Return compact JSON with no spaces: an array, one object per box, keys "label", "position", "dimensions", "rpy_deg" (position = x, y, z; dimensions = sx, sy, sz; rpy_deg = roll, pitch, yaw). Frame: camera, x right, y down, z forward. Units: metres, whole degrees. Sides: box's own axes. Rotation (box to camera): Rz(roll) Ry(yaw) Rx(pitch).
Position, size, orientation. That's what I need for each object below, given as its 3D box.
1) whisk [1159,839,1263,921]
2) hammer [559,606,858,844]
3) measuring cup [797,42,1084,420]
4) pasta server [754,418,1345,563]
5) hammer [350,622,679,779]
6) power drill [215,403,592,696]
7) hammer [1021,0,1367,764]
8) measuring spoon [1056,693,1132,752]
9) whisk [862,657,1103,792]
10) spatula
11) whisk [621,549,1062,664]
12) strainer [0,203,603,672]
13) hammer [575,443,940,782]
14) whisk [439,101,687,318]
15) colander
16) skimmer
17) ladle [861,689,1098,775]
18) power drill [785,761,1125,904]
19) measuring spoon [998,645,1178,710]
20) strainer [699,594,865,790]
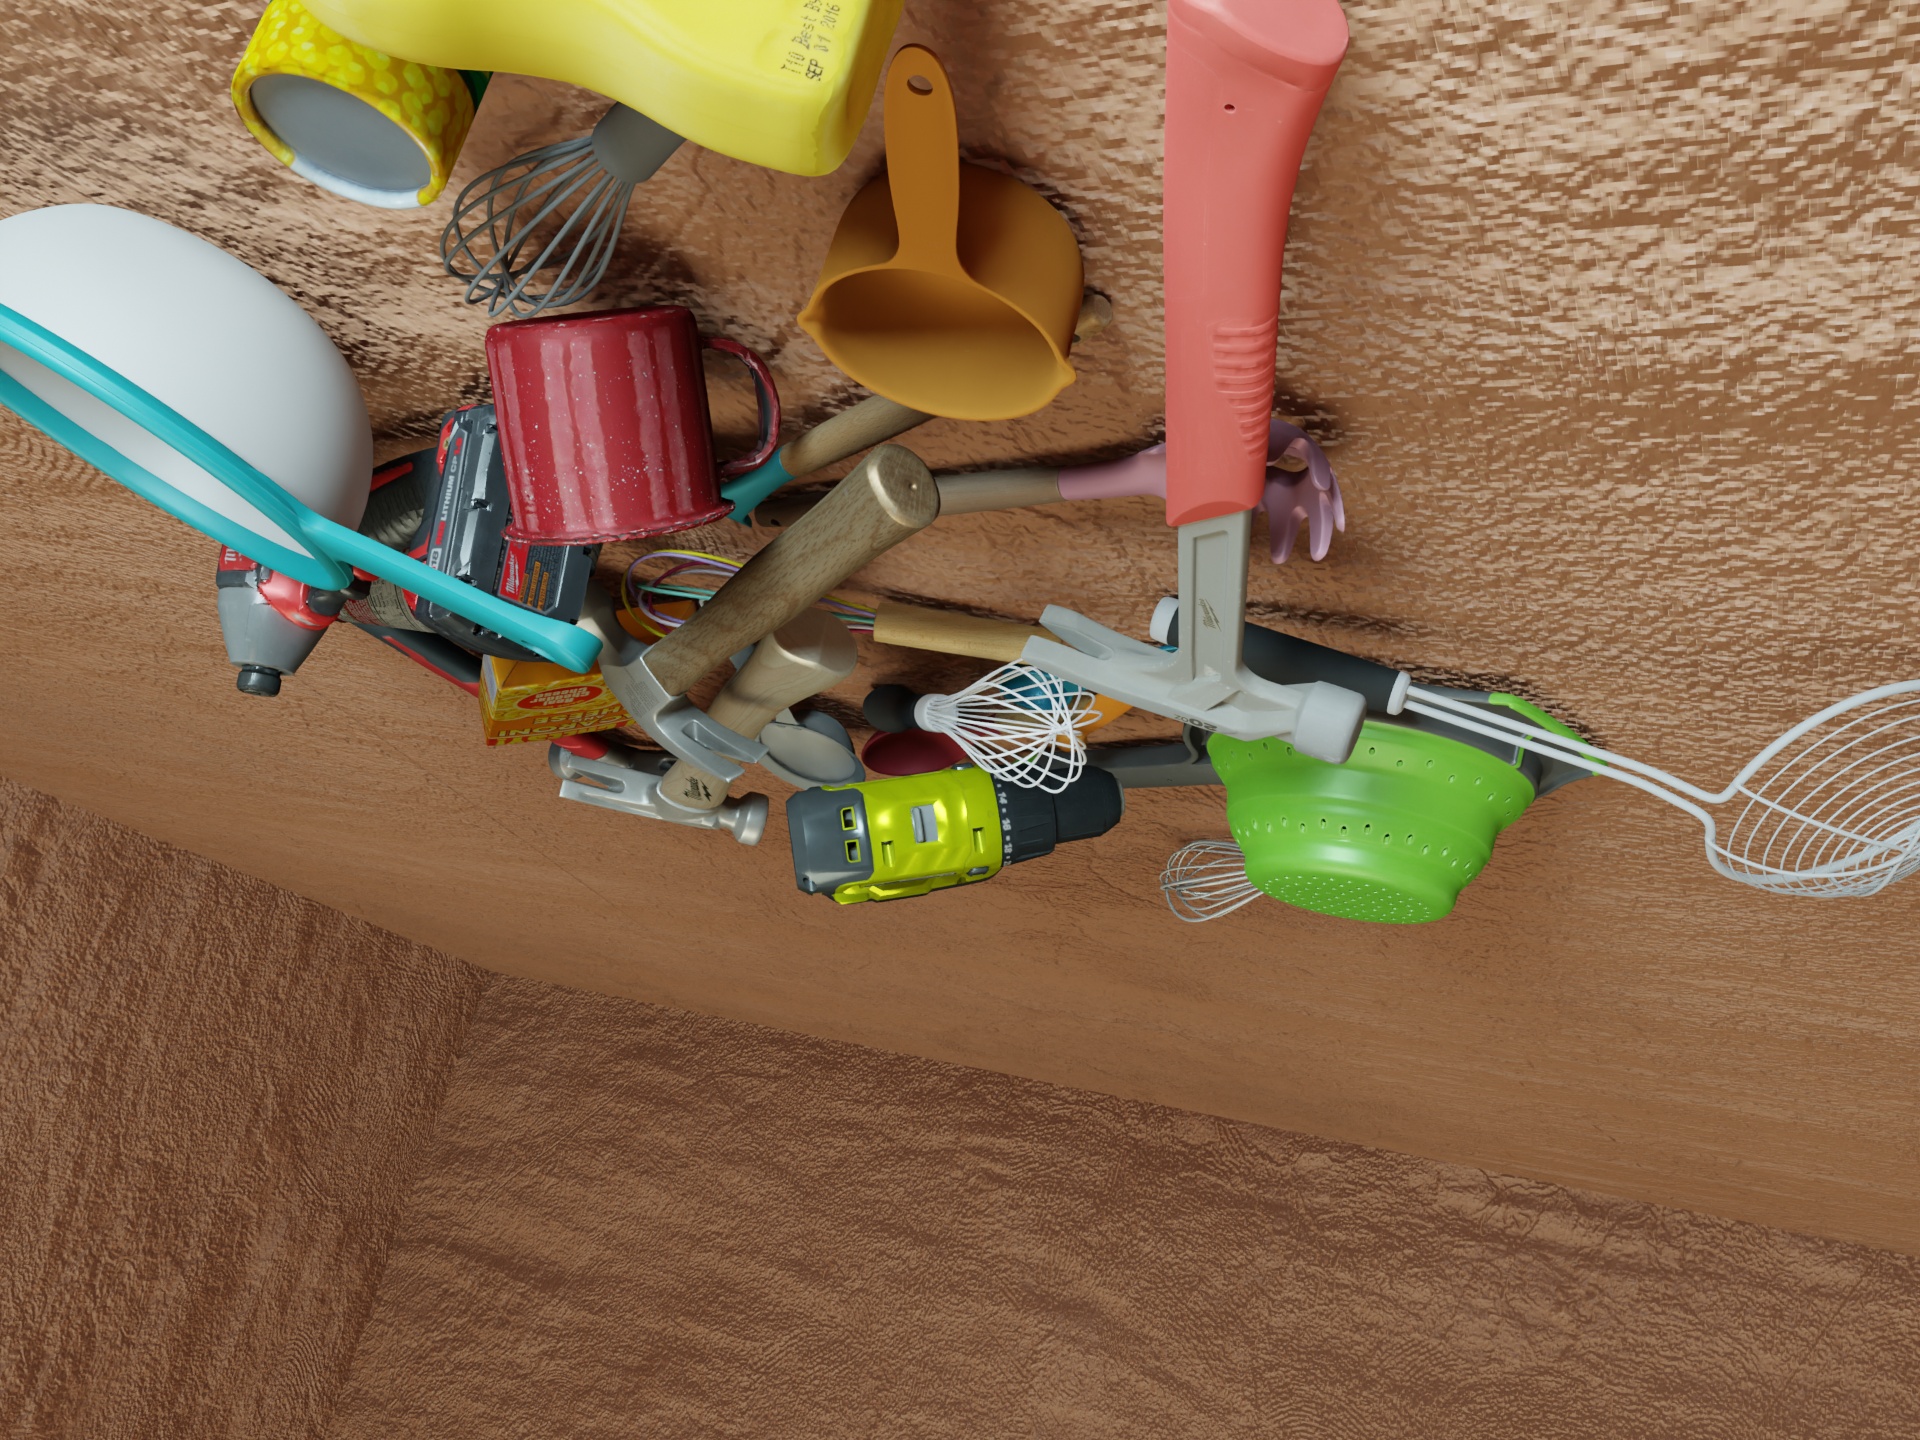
[{"label":"whisk","position":[0.227,0.099,1.076],"dimensions":[0.057,0.059,0.246],"rpy_deg":[13,161,-36]},{"label":"hammer","position":[-0.152,0.007,0.970],"dimensions":[0.146,0.038,0.410],"rpy_deg":[15,161,-15]},{"label":"measuring cup","position":[-0.003,-0.160,0.492],"dimensions":[0.095,0.052,0.173],"rpy_deg":[13,160,7]},{"label":"pasta server","position":[0.021,-0.095,0.685],"dimensions":[0.316,0.040,0.060],"rpy_deg":[1,144,39]},{"label":"hammer","position":[-0.347,-0.037,1.142],"dimensions":[0.143,0.038,0.385],"rpy_deg":[2,158,30]},{"label":"power drill","position":[-0.290,-0.082,0.799],"dimensions":[0.220,0.143,0.078],"rpy_deg":[0,166,32]},{"label":"hammer","position":[0.079,-0.099,0.543],"dimensions":[0.149,0.037,0.358],"rpy_deg":[20,155,18]},{"label":"measuring spoon","position":[0.078,-0.002,0.885],"dimensions":[0.021,0.011,0.117],"rpy_deg":[19,157,-12]},{"label":"whisk","position":[-0.002,-0.004,0.893],"dimensions":[0.070,0.070,0.285],"rpy_deg":[23,174,-22]},{"label":"spatula","position":[-0.054,-0.128,0.674],"dimensions":[0.082,0.044,0.317],"rpy_deg":[28,153,-36]},{"label":"whisk","position":[-0.067,-0.054,0.866],"dimensions":[0.245,0.047,0.051],"rpy_deg":[9,175,6]},{"label":"strainer","position":[-0.280,-0.126,0.675],"dimensions":[0.340,0.095,0.210],"rpy_deg":[25,165,13]},{"label":"hammer","position":[-0.098,-0.050,0.742],"dimensions":[0.130,0.031,0.331],"rpy_deg":[53,149,-8]},{"label":"whisk","position":[-0.109,-0.187,0.512],"dimensions":[0.055,0.055,0.239],"rpy_deg":[26,154,-31]},{"label":"colander","position":[0.161,0.058,0.921],"dimensions":[0.204,0.094,0.397],"rpy_deg":[26,159,-37]},{"label":"skimmer","position":[0.270,-0.010,0.734],"dimensions":[0.363,0.090,0.127],"rpy_deg":[20,140,20]},{"label":"ladle","position":[0.041,-0.002,0.957],"dimensions":[0.069,0.031,0.315],"rpy_deg":[14,163,-34]},{"label":"power drill","position":[-0.012,0.066,0.980],"dimensions":[0.190,0.080,0.228],"rpy_deg":[-8,174,-8]},{"label":"measuring spoon","position":[0.076,-0.032,0.868],"dimensions":[0.128,0.021,0.042],"rpy_deg":[-13,142,39]},{"label":"strainer","position":[-0.117,-0.013,1.030],"dimensions":[0.087,0.050,0.258],"rpy_deg":[9,155,18]}]
